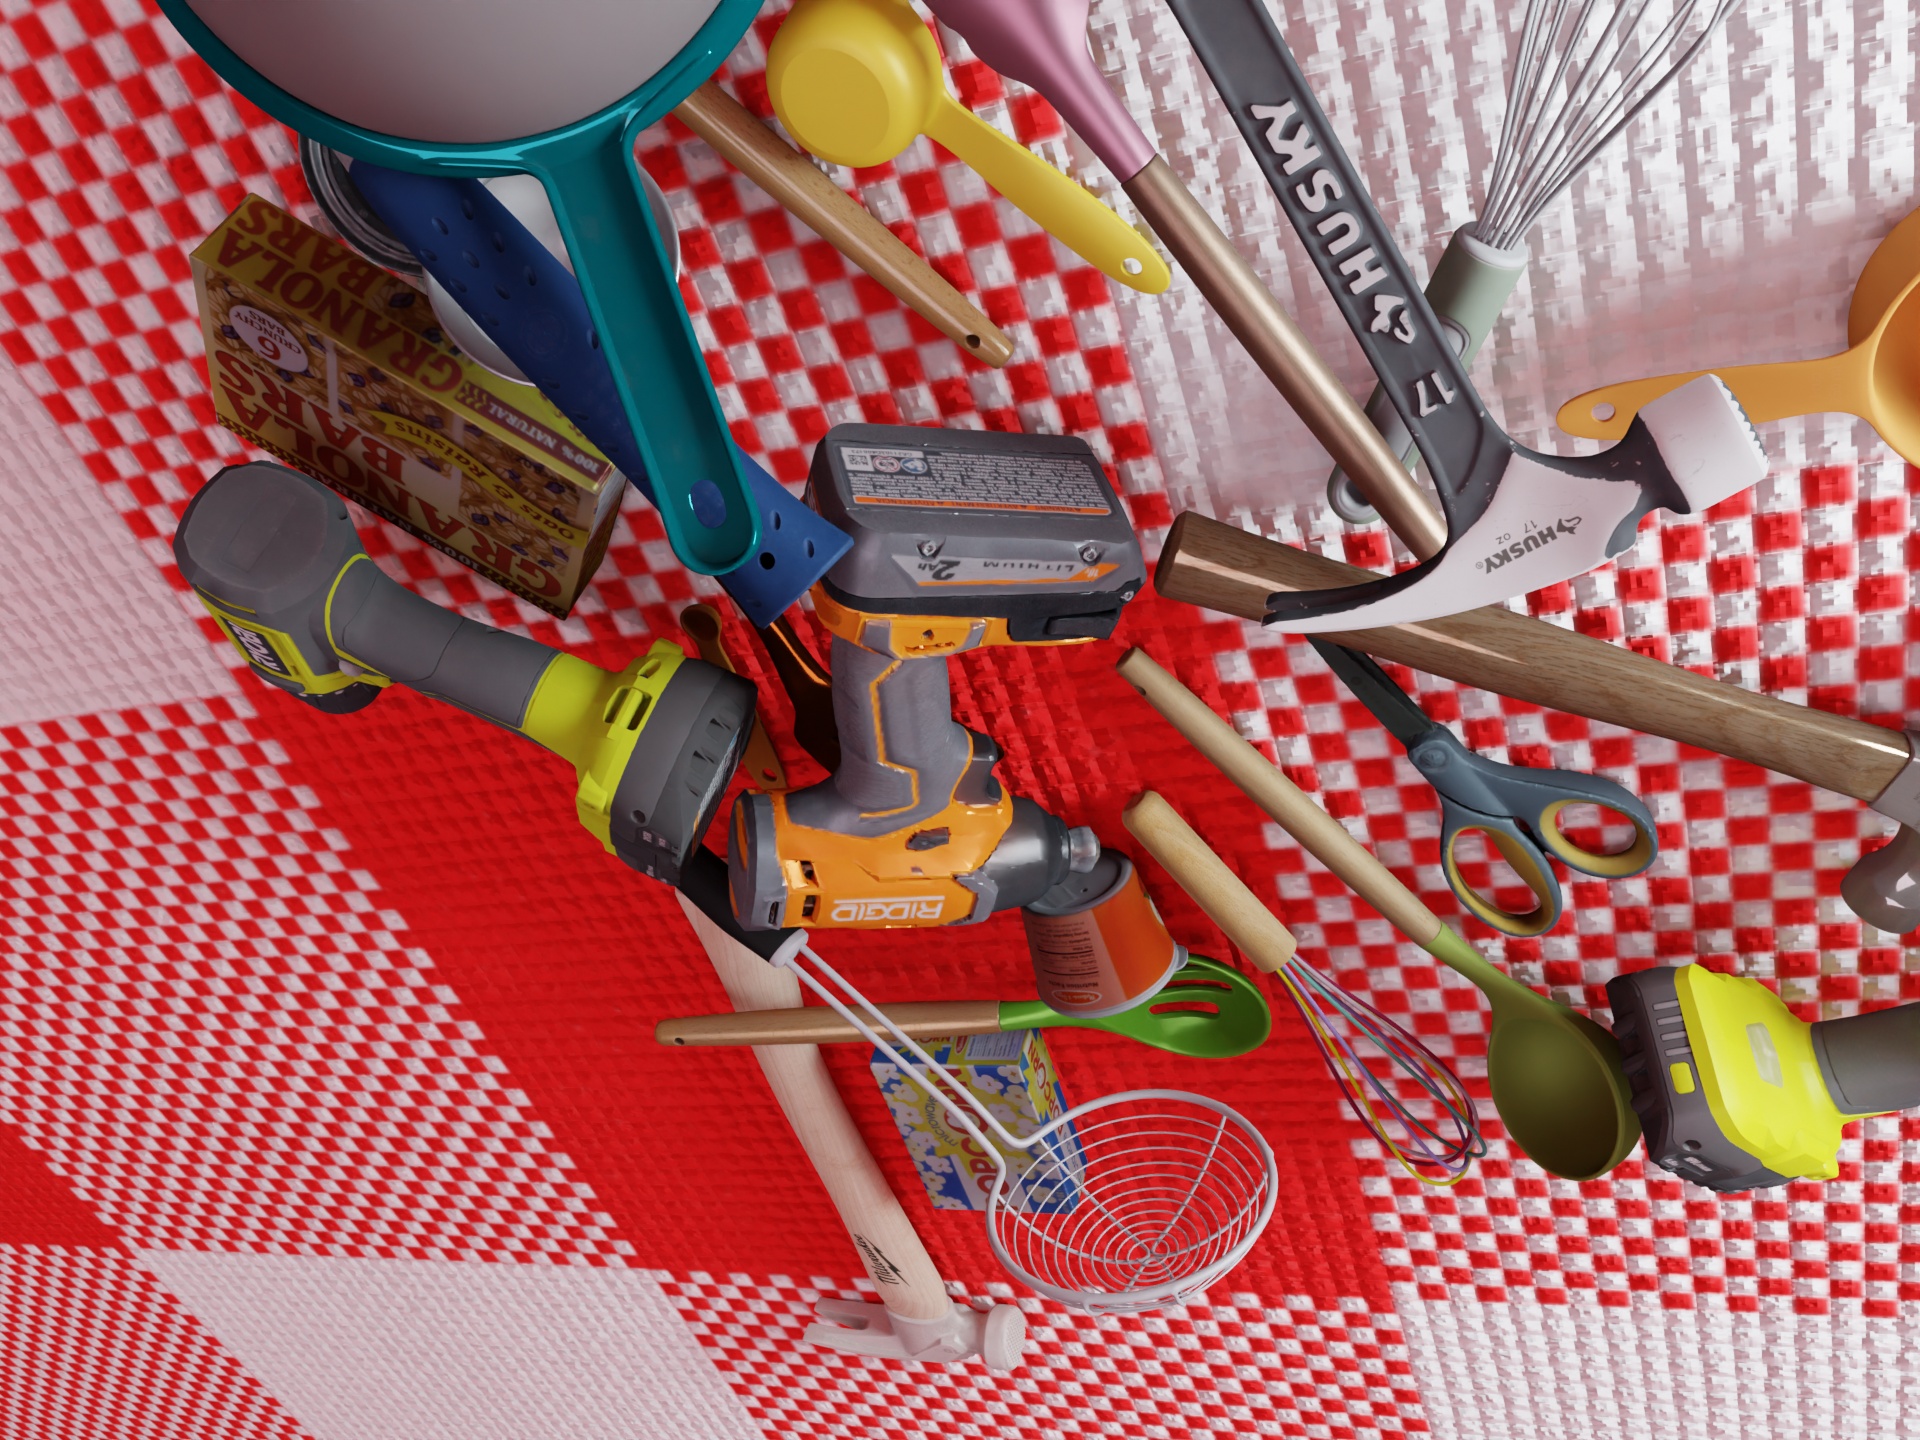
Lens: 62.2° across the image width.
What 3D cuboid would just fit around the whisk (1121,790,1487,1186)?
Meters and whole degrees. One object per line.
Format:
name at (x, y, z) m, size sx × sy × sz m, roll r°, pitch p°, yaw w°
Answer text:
whisk at (0.158, 0.125, 0.723) m, size 0.047 × 0.051 × 0.245 m, roll -45°, pitch 102°, yaw -7°

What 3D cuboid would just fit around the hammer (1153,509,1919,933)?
hammer at (0.235, -0.017, 0.590) m, size 0.331 × 0.031 × 0.130 m, roll 17°, pitch 131°, yaw 1°

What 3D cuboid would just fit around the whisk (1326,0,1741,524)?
whisk at (0.171, -0.156, 0.498) m, size 0.058 × 0.059 × 0.246 m, roll 29°, pitch 137°, yaw 10°

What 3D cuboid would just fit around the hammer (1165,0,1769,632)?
hammer at (0.064, -0.205, 0.448) m, size 0.149 × 0.036 × 0.408 m, roll -29°, pitch 103°, yaw 24°

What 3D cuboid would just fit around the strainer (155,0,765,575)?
strainer at (-0.127, -0.198, 0.425) m, size 0.211 × 0.095 × 0.340 m, roll -18°, pitch 99°, yaw 5°

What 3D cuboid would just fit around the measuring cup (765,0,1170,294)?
measuring cup at (0.004, -0.184, 0.533) m, size 0.156 × 0.029 × 0.062 m, roll 33°, pitch 143°, yaw -10°

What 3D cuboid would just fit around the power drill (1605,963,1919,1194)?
power drill at (0.375, 0.114, 0.600) m, size 0.223 × 0.080 × 0.171 m, roll -24°, pitch 145°, yaw 33°

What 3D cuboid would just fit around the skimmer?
skimmer at (-0.026, 0.127, 0.723) m, size 0.363 × 0.127 × 0.090 m, roll 39°, pitch 138°, yaw 13°

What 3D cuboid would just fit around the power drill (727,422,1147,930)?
power drill at (-0.001, -0.002, 0.640) m, size 0.164 × 0.084 × 0.226 m, roll 0°, pitch 133°, yaw -17°

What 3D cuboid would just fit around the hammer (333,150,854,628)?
hammer at (-0.194, -0.184, 0.498) m, size 0.144 × 0.035 × 0.405 m, roll -43°, pitch 97°, yaw 10°

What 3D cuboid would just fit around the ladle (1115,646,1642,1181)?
ladle at (0.179, 0.085, 0.687) m, size 0.320 × 0.062 × 0.078 m, roll 41°, pitch 157°, yaw -12°

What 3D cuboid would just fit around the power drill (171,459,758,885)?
power drill at (-0.211, -0.012, 0.695) m, size 0.228 × 0.080 × 0.190 m, roll 25°, pitch 160°, yaw -2°

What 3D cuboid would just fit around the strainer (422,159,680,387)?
strainer at (-0.185, -0.201, 0.531) m, size 0.258 × 0.050 × 0.087 m, roll 44°, pitch 91°, yaw -10°

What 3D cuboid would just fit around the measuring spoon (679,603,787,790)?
measuring spoon at (-0.101, -0.008, 0.734) m, size 0.021 × 0.011 × 0.116 m, roll 2°, pitch 132°, yaw 25°

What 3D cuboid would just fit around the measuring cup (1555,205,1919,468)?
measuring cup at (0.276, -0.117, 0.492) m, size 0.173 × 0.052 × 0.095 m, roll -5°, pitch 126°, yaw 24°

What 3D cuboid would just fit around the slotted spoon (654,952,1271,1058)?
slotted spoon at (-0.005, 0.146, 0.791) m, size 0.314 × 0.031 × 0.070 m, roll -6°, pitch 125°, yaw 13°

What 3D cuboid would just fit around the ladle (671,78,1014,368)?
ladle at (-0.104, -0.225, 0.545) m, size 0.315 × 0.031 × 0.069 m, roll 37°, pitch 132°, yaw -15°

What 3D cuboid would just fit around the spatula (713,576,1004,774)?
spatula at (-0.102, -0.079, 0.668) m, size 0.081 × 0.041 × 0.322 m, roll -24°, pitch 113°, yaw 31°

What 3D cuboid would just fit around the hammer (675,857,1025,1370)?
hammer at (-0.082, 0.241, 0.914) m, size 0.146 × 0.038 × 0.410 m, roll -3°, pitch 126°, yaw 22°

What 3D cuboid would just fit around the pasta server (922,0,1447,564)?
pasta server at (0.077, -0.160, 0.516) m, size 0.060 × 0.040 × 0.316 m, roll -31°, pitch 110°, yaw 36°
